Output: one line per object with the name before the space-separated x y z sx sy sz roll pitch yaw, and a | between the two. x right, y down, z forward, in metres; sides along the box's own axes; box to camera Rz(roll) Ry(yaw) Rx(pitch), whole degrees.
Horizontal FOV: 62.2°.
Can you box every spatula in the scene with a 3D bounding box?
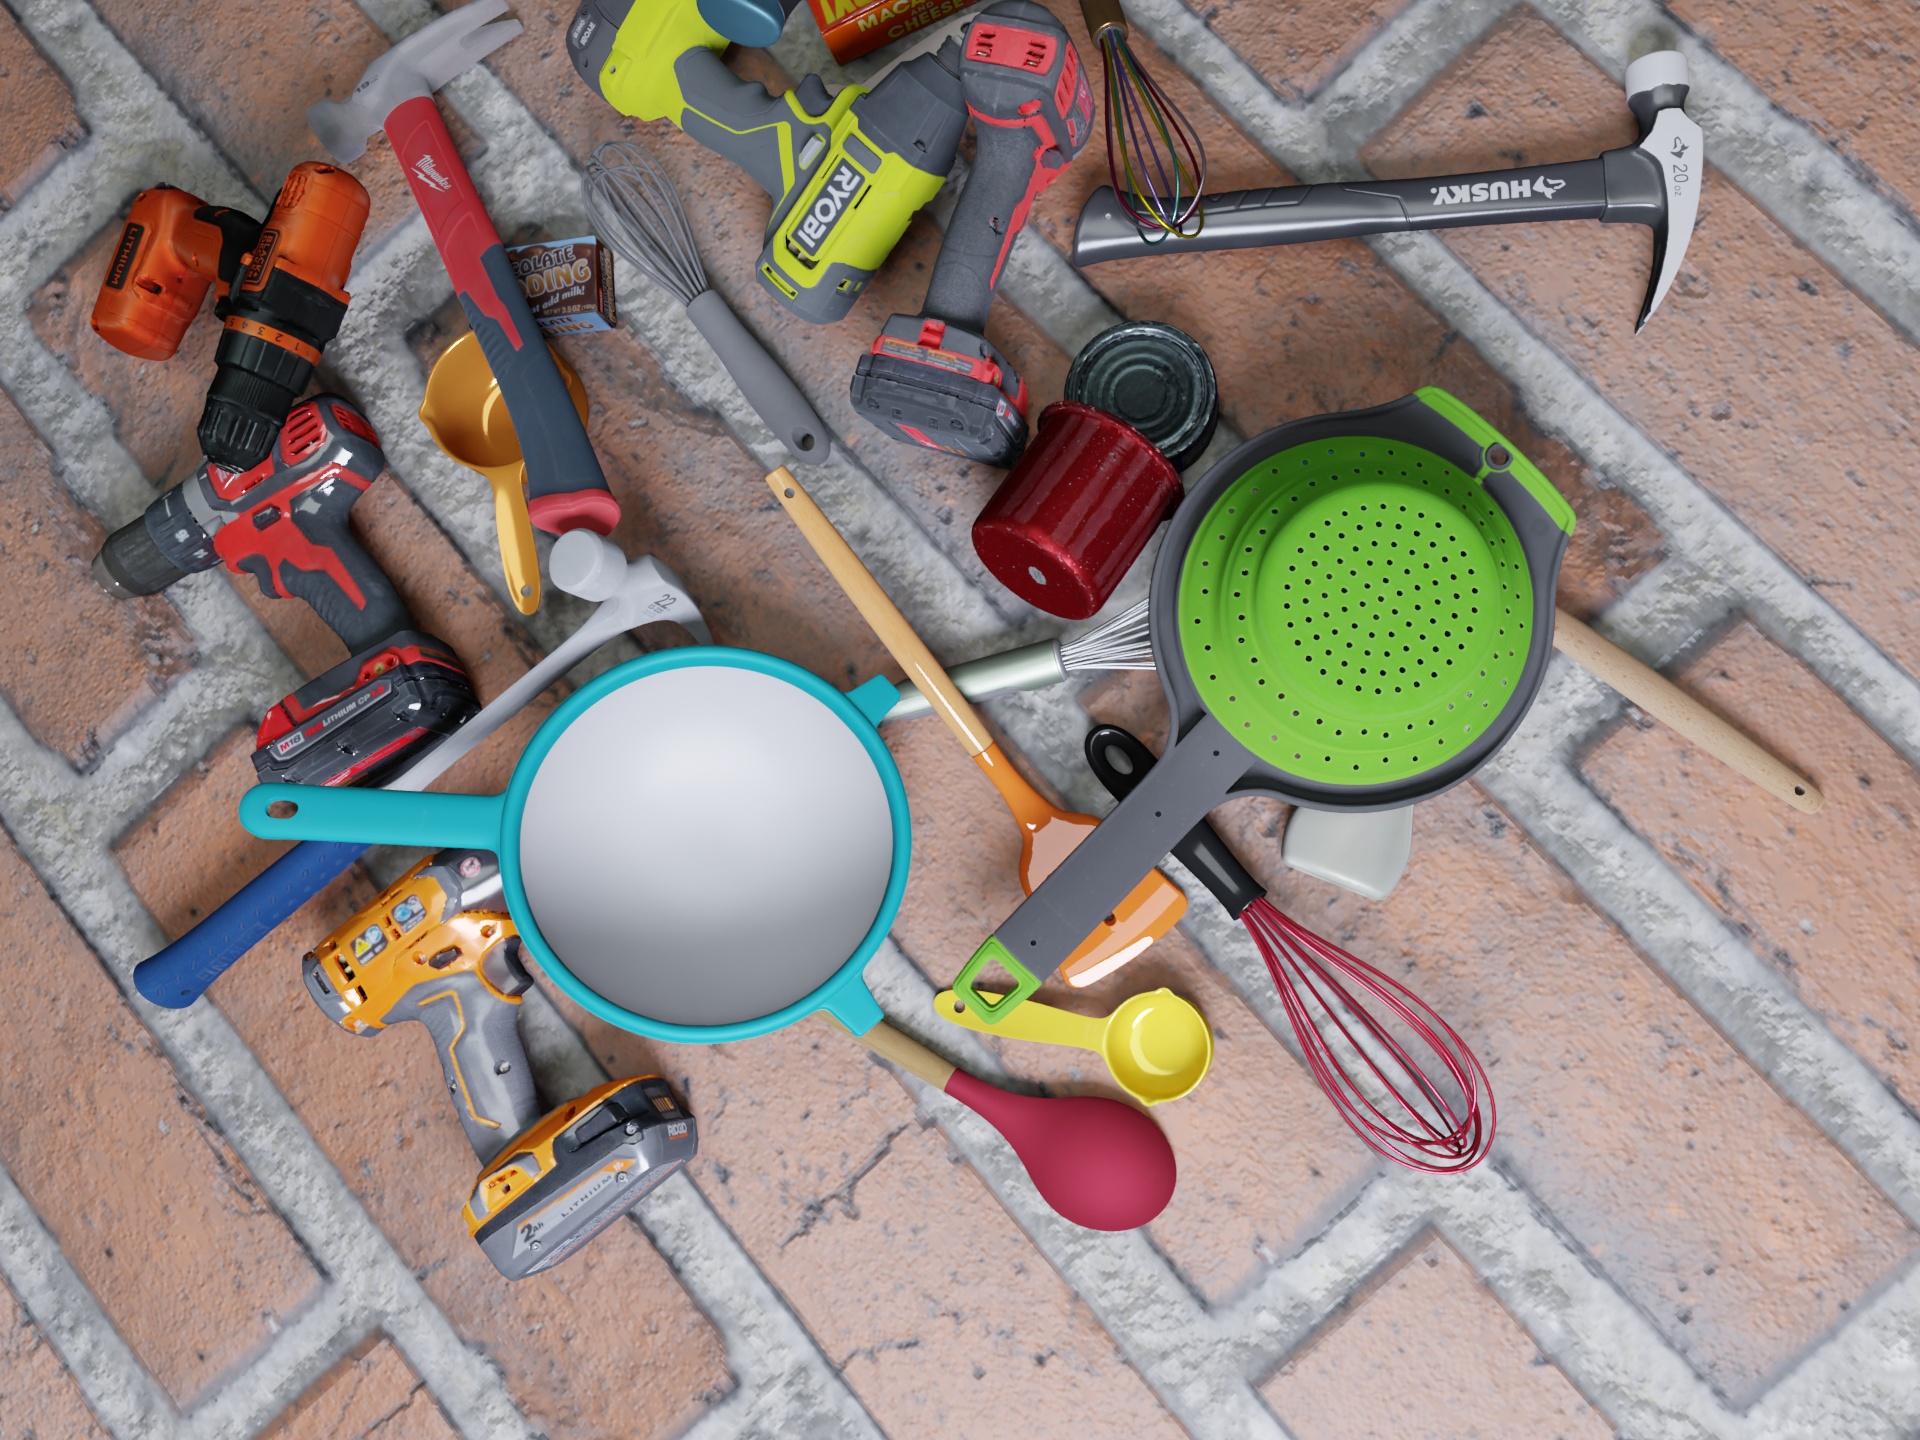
spatula | 0.313 -0.050 0.840 0.317 0.044 0.082 37 90 7
spatula | -0.001 -0.003 0.851 0.081 0.041 0.322 -36 100 4

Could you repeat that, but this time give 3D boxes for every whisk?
whisk | 0.164 0.112 0.830 0.073 0.073 0.296 -42 72 3
whisk | 0.091 -0.364 0.890 0.047 0.051 0.245 -7 66 -12
whisk | -0.148 -0.246 0.934 0.055 0.055 0.239 -37 83 4
whisk | 0.063 -0.035 0.870 0.246 0.058 0.059 -15 89 13

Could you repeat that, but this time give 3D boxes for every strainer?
strainer | -0.198 0.068 0.853 0.340 0.095 0.211 4 71 -5

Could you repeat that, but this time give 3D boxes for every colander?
colander | 0.139 0.004 0.773 0.204 0.094 0.397 44 93 4

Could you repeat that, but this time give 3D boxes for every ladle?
ladle | -0.027 0.182 0.870 0.315 0.031 0.069 28 88 14

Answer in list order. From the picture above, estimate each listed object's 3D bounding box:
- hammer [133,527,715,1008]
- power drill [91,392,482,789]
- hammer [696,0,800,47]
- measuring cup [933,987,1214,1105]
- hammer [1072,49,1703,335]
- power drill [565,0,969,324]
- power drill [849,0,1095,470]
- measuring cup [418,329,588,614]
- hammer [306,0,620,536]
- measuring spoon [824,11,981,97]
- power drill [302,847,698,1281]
hammer | -0.311 0.040 0.902 0.405 0.144 0.035 -37 67 13
power drill | -0.403 -0.062 0.941 0.188 0.080 0.227 -29 76 5
hammer | -0.021 -0.469 0.871 0.128 0.033 0.331 38 66 4
measuring cup | 0.061 0.166 0.861 0.156 0.029 0.062 7 86 23
hammer | 0.229 -0.277 0.874 0.335 0.035 0.146 -2 82 10
power drill | -0.104 -0.361 0.903 0.223 0.080 0.171 45 115 11
power drill | 0.017 -0.256 0.862 0.078 0.143 0.219 17 93 12
measuring cup | -0.257 -0.143 0.936 0.095 0.052 0.174 -12 83 8
hammer | -0.260 -0.262 0.908 0.143 0.038 0.387 -31 63 4
measuring spoon | -0.037 -0.387 0.943 0.124 0.018 0.034 -31 79 4
power drill | -0.245 0.170 0.883 0.164 0.084 0.227 -39 75 3
